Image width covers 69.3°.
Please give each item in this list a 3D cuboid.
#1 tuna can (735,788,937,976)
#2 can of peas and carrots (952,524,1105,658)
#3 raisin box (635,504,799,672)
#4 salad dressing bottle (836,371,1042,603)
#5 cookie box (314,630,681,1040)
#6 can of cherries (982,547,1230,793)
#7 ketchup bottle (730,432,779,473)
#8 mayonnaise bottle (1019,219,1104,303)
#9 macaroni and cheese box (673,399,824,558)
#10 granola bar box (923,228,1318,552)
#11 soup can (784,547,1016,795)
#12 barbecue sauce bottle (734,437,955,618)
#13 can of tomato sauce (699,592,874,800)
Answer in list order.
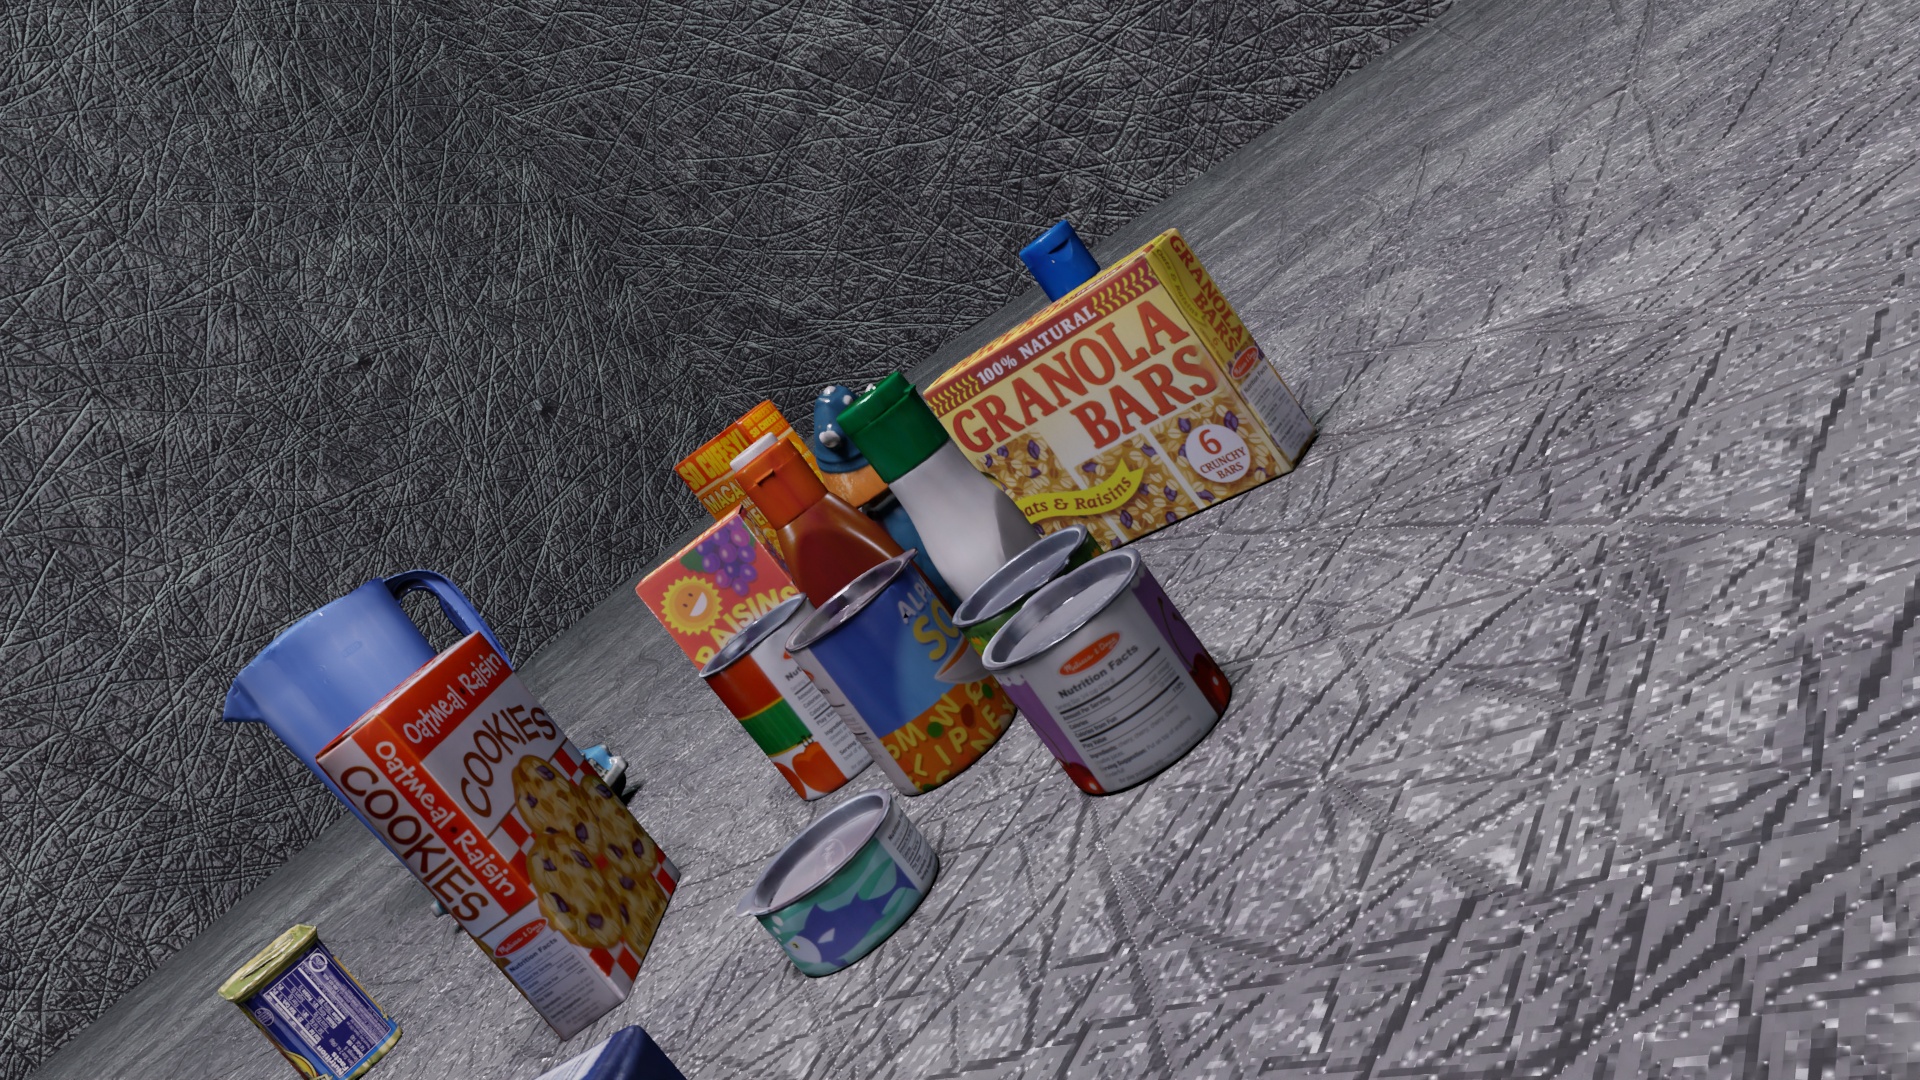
[{"bbox_3d":[-0.045,0.127,0.511,0.071,0.033,0.071,-36,10,7],"label":"tuna can"},{"bbox_3d":[0.041,0.036,0.557,0.071,0.058,0.071,-36,10,7],"label":"can of peas and carrots"},{"bbox_3d":[-0.140,0.051,0.910,0.086,0.123,0.040,-37,10,2],"label":"raisin box"},{"bbox_3d":[0.002,-0.008,0.630,0.044,0.147,0.064,-33,11,23],"label":"salad dressing bottle"},{"bbox_3d":[-0.211,0.133,0.657,0.040,0.167,0.123,-36,10,8],"label":"cookie box"},{"bbox_3d":[0.051,0.045,0.485,0.071,0.058,0.071,-36,10,7],"label":"can of cherries"},{"bbox_3d":[-0.096,-0.005,0.942,0.043,0.148,0.065,-38,10,-8],"label":"ketchup bottle"},{"bbox_3d":[0.093,-0.127,0.856,0.065,0.148,0.041,-38,10,-8],"label":"mayonnaise bottle"},{"bbox_3d":[-0.139,-0.019,1.099,0.040,0.166,0.123,-44,12,-36],"label":"macaroni and cheese box"},{"bbox_3d":[0.075,-0.063,0.701,0.165,0.124,0.039,-27,14,45],"label":"granola bar box"},{"bbox_3d":[-0.023,0.057,0.606,0.071,0.083,0.071,-36,10,7],"label":"soup can"},{"bbox_3d":[-0.064,0.013,0.759,0.065,0.148,0.044,-35,10,11],"label":"barbecue sauce bottle"},{"bbox_3d":[-0.080,0.079,0.701,0.071,0.083,0.071,-36,10,7],"label":"can of tomato sauce"}]
